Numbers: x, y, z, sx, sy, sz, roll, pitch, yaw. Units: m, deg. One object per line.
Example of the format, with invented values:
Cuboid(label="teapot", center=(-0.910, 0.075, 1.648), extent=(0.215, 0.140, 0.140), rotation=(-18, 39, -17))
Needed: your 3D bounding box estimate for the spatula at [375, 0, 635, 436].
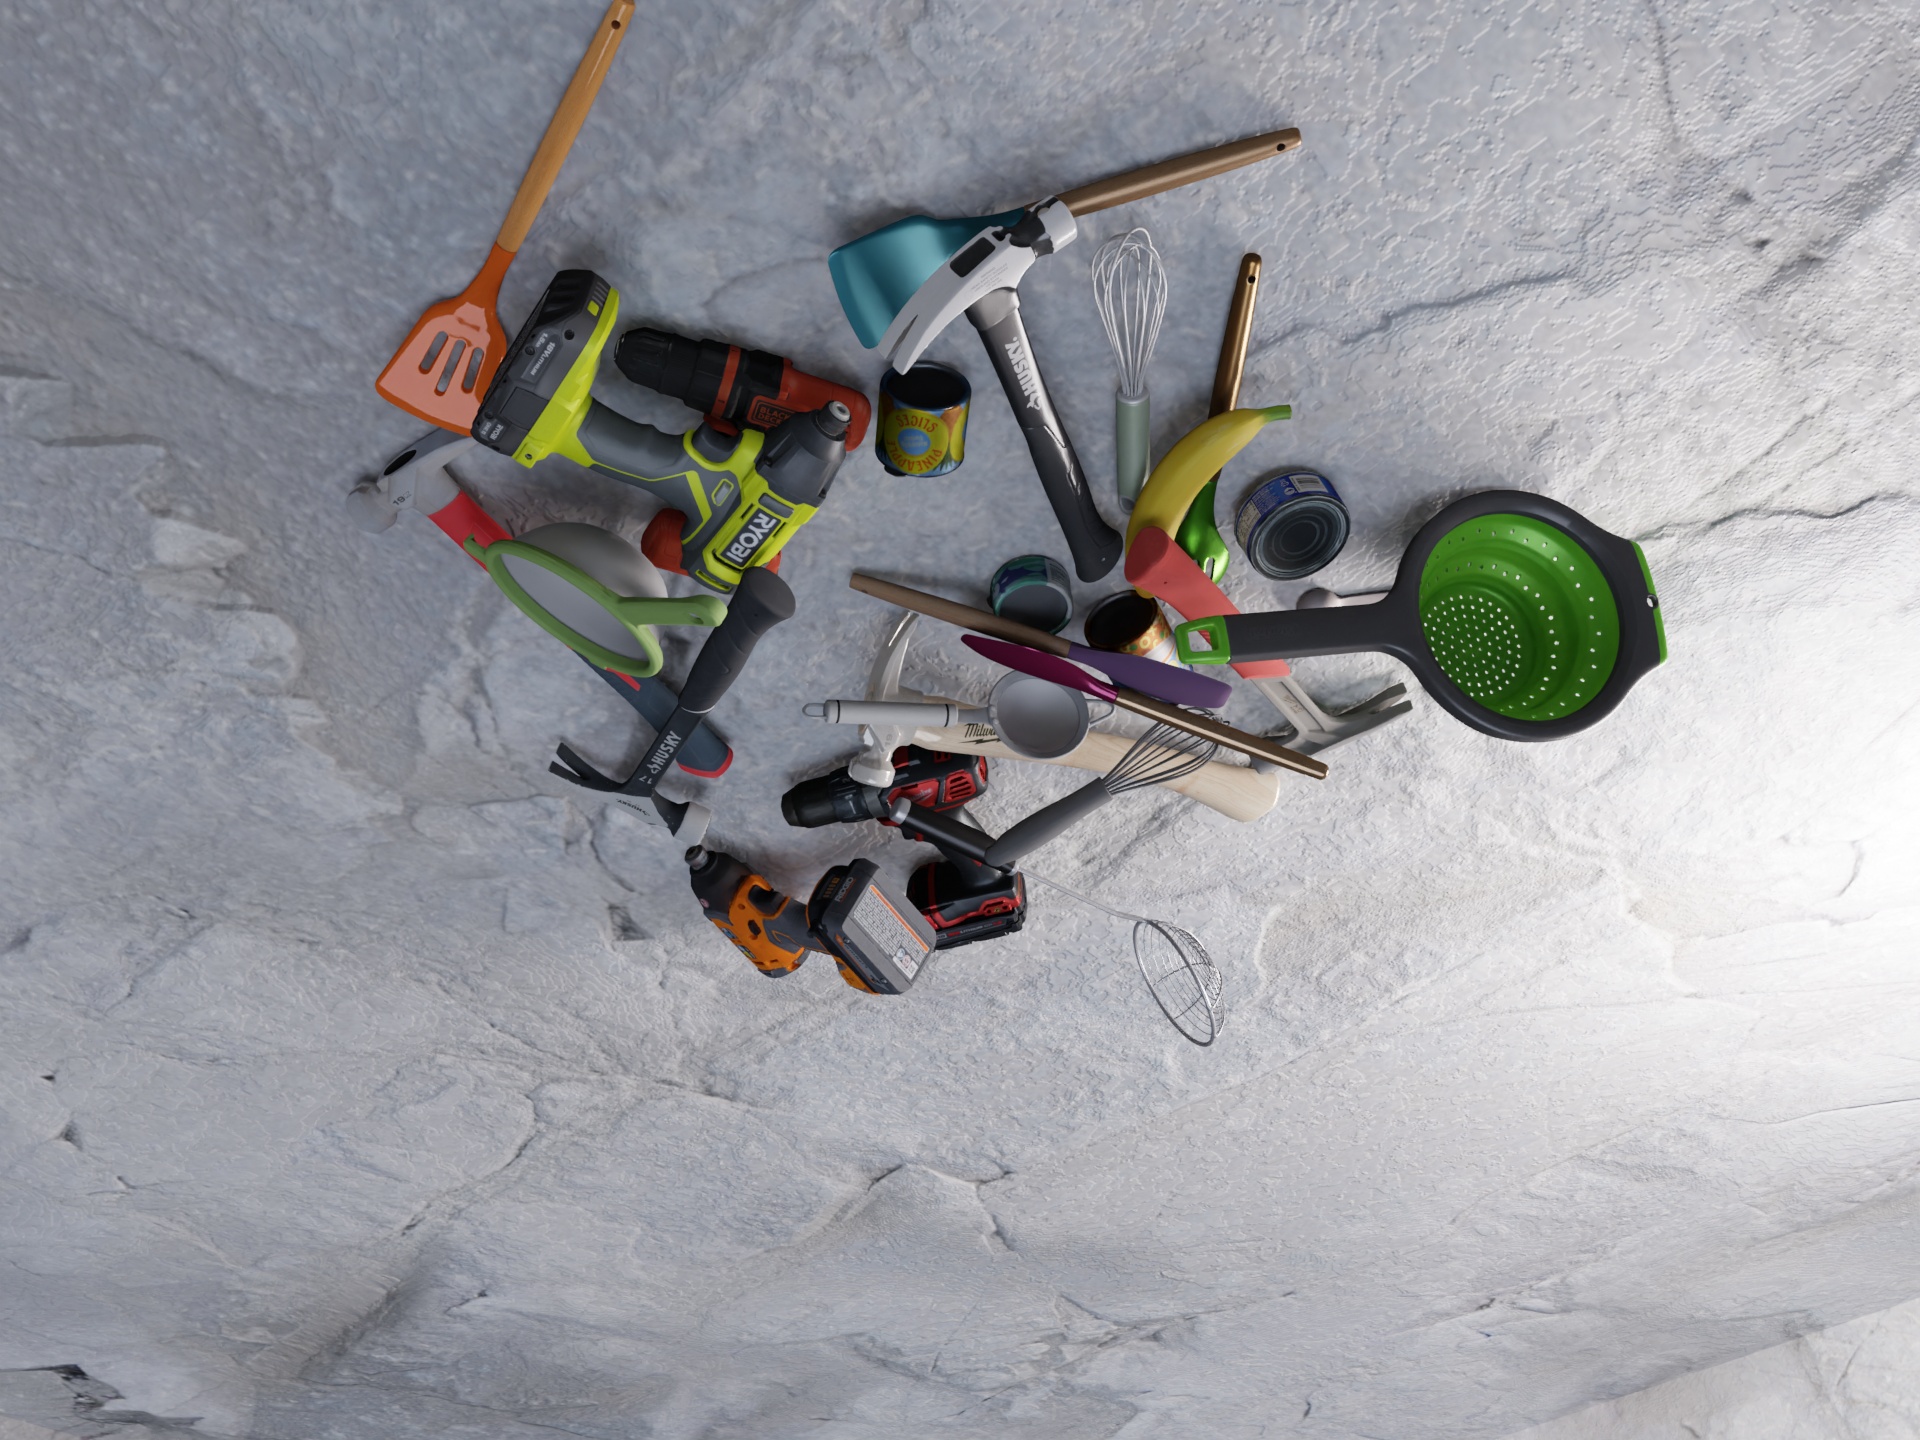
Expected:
Cuboid(label="spatula", center=(-0.286, -0.324, 1.034), extent=(0.081, 0.041, 0.322), rotation=(23, 128, -24))

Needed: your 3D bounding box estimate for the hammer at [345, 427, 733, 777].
Cuboid(label="hammer", center=(-0.297, -0.082, 1.276), extent=(0.143, 0.038, 0.385), rotation=(-26, 131, 18))

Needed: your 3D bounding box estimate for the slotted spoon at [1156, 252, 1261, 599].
Cuboid(label="slotted spoon", center=(0.190, -0.205, 1.200), extent=(0.070, 0.031, 0.313), rotation=(-3, 134, -8))

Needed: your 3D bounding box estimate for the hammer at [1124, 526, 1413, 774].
Cuboid(label="hammer", center=(0.242, -0.059, 1.294), extent=(0.149, 0.037, 0.358), rotation=(-26, 143, 22))

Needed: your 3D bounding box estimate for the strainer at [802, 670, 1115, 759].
Cuboid(label="strainer", center=(-0.002, -0.004, 1.291), extent=(0.258, 0.087, 0.050), rotation=(2, 151, -17))

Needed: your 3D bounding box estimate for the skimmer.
Cuboid(label="skimmer", center=(0.086, 0.181, 1.420), extent=(0.363, 0.090, 0.127), rotation=(27, 172, -17))

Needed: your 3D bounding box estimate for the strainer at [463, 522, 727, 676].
Cuboid(label="strainer", center=(-0.233, -0.099, 1.131), extent=(0.256, 0.069, 0.151), rotation=(5, 147, 47))

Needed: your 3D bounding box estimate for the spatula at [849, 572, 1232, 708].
Cuboid(label="spatula", center=(0.062, -0.063, 1.272), extent=(0.316, 0.018, 0.059), rotation=(18, 154, 1))

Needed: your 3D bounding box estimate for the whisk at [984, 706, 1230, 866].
Cuboid(label="whisk", center=(0.123, 0.059, 1.348), extent=(0.239, 0.055, 0.055), rotation=(-32, 130, 7))

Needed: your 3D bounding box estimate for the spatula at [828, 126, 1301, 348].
Cuboid(label="spatula", center=(0.071, -0.332, 1.052), extent=(0.317, 0.044, 0.082), rotation=(-15, 139, 8))

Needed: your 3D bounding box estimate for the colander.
Cuboid(label="colander", center=(0.350, -0.066, 1.256), extent=(0.397, 0.205, 0.094), rotation=(-5, 167, -11))

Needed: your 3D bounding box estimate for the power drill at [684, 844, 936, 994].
Cuboid(label="power drill", center=(-0.150, 0.175, 1.458), extent=(0.226, 0.084, 0.164), rotation=(-1, 137, 44))

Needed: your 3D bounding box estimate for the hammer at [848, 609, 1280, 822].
Cuboid(label="hammer", center=(0.108, 0.017, 1.385), extent=(0.410, 0.038, 0.146), rotation=(12, 98, -25))

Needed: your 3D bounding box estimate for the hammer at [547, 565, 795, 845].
Cuboid(label="hammer", center=(-0.218, -0.010, 1.257), extent=(0.149, 0.036, 0.408), rotation=(24, 147, -13))

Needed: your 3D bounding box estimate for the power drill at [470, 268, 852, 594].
Cuboid(label="power drill", center=(-0.197, -0.196, 1.075), extent=(0.223, 0.080, 0.171), rotation=(29, 128, -24))

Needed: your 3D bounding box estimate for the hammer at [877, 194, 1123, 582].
Cuboid(label="hammer", center=(0.054, -0.205, 1.136), extent=(0.146, 0.035, 0.334), rotation=(-36, 143, -3))

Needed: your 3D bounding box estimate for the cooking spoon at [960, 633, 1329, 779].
Cuboid(label="cooking spoon", center=(0.150, -0.011, 1.288), extent=(0.319, 0.017, 0.068), rotation=(20, 171, -4))

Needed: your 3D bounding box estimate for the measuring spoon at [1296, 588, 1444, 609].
Cuboid(label="measuring spoon", center=(0.343, -0.095, 1.326), extent=(0.124, 0.018, 0.034), rotation=(-4, 135, -1))

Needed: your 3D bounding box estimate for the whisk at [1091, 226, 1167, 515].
Cuboid(label="whisk", center=(0.124, -0.243, 1.147), extent=(0.058, 0.059, 0.246), rotation=(23, 146, 25))

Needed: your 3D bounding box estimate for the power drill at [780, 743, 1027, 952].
Cuboid(label="power drill", center=(-0.045, 0.114, 1.466), extent=(0.188, 0.080, 0.226), rotation=(-15, 131, 10))
